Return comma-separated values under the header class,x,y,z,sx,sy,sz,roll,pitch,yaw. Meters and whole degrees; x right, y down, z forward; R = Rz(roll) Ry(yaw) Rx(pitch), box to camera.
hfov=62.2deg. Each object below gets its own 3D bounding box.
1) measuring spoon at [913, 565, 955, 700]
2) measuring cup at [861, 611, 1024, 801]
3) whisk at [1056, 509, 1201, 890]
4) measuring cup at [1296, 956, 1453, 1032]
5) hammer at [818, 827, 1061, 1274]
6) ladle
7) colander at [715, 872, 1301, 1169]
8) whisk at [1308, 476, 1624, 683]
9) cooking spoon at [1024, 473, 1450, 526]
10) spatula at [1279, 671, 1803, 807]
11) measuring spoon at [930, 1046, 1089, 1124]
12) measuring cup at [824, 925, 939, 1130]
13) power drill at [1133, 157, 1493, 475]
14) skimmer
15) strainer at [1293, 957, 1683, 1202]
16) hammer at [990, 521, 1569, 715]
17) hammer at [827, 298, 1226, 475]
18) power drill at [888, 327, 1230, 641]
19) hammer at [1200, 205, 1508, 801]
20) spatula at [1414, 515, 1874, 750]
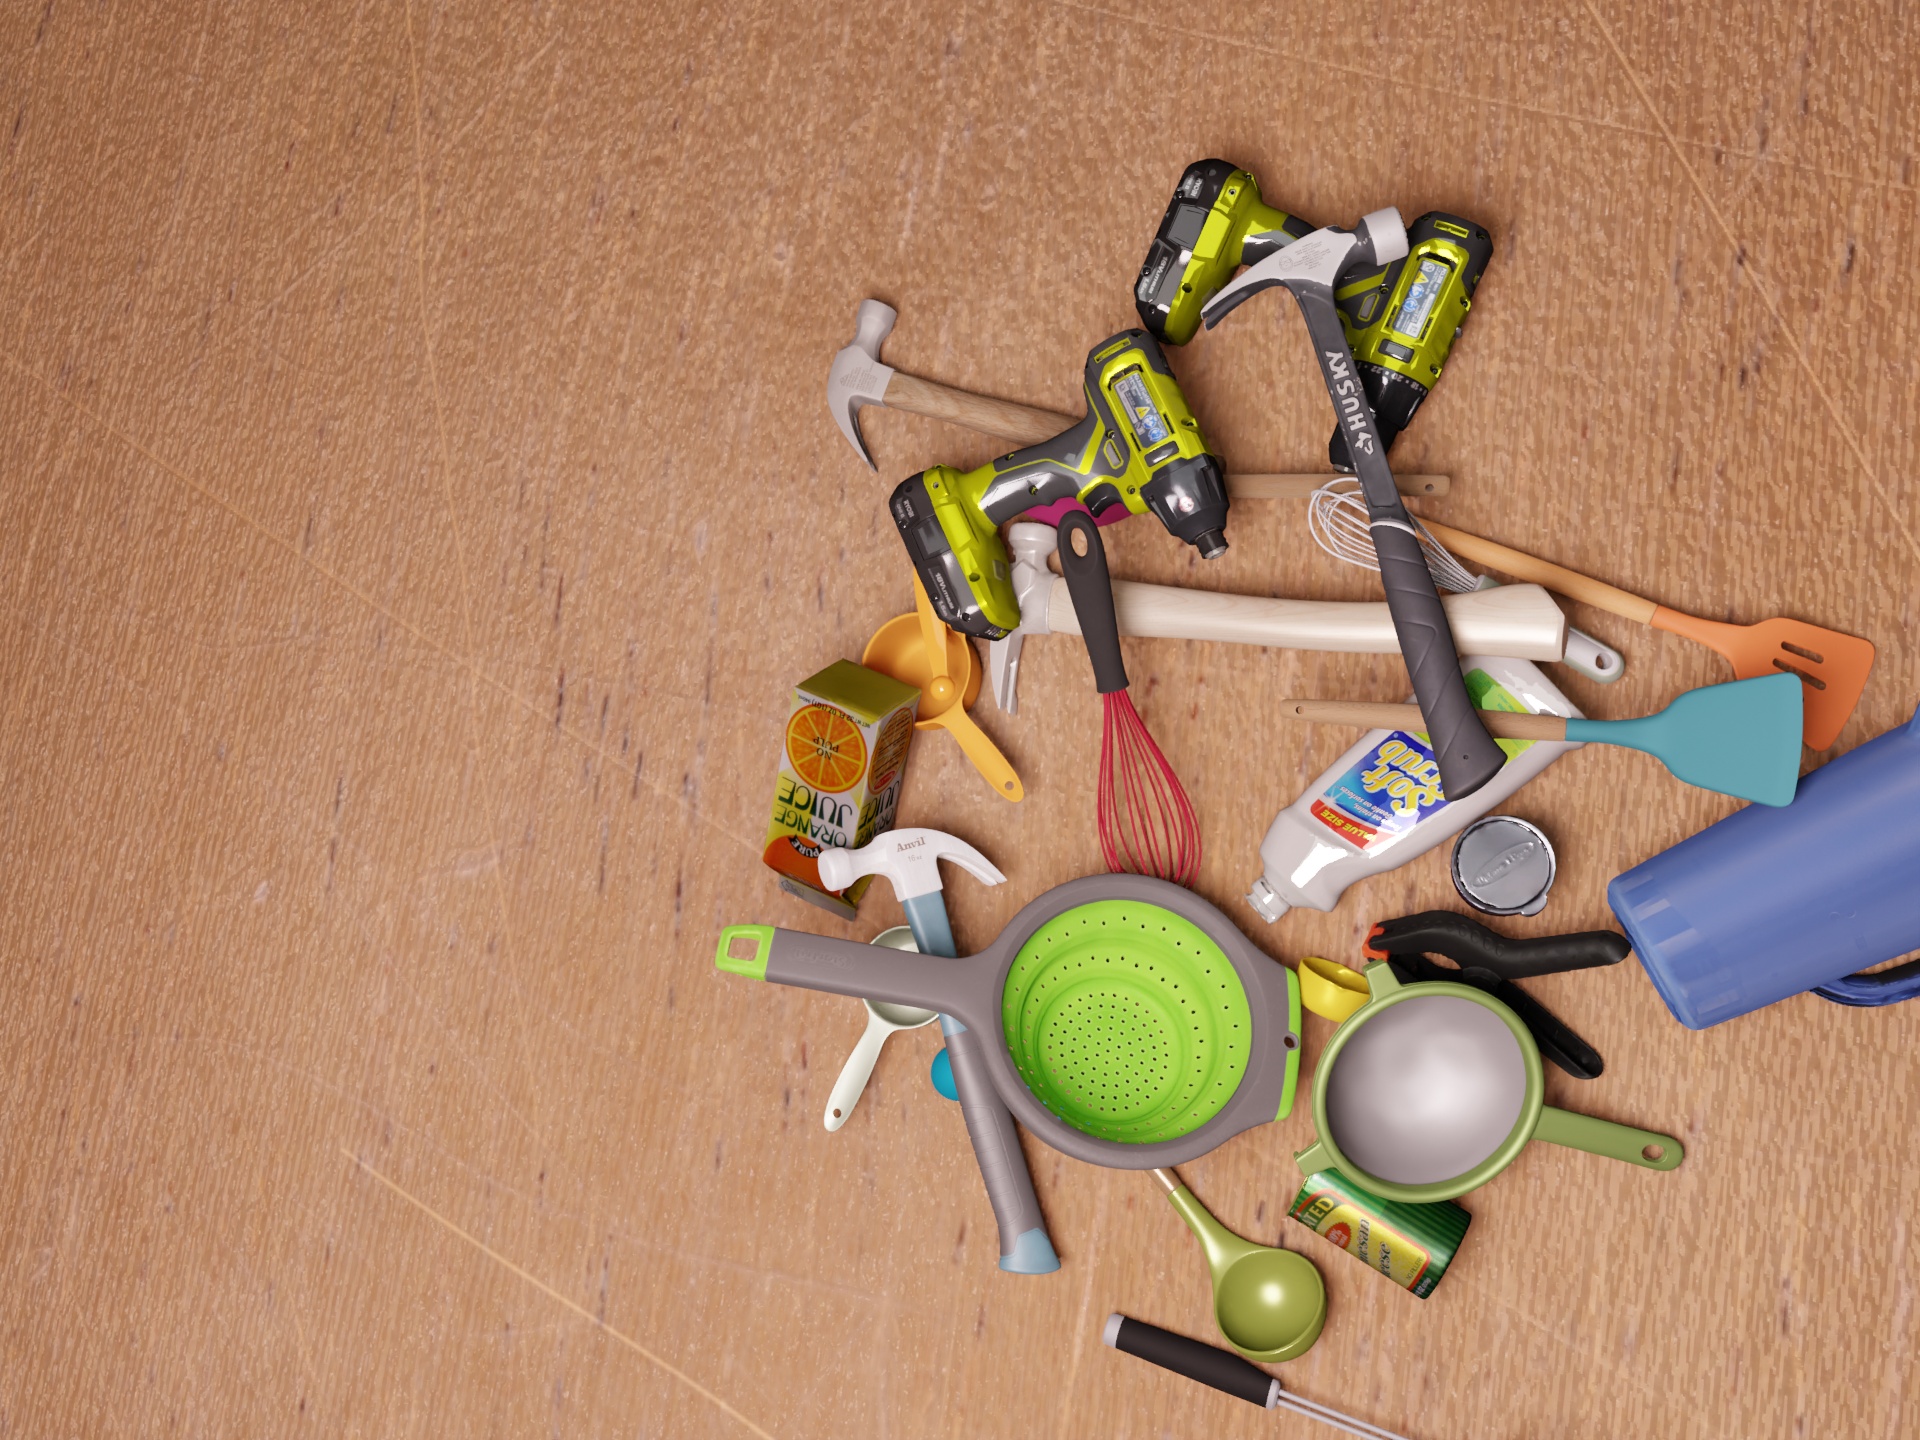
class,x,y,z,sx,sy,sz,roll,pitch,yaw
measuring spoon,-0.022,-0.072,1.194,0.021,0.011,0.117,-12,78,15
measuring cup,-0.002,-0.004,1.213,0.095,0.052,0.174,-41,74,7
whisk,0.113,-0.005,1.122,0.073,0.073,0.295,-11,104,15
measuring cup,0.303,0.208,1.092,0.156,0.062,0.029,24,101,8
hammer,0.004,0.237,1.142,0.128,0.033,0.331,-14,83,-24
ladle,0.134,0.308,1.120,0.078,0.062,0.320,-37,69,-10
colander,0.029,0.202,1.102,0.397,0.094,0.205,10,62,0
whisk,0.351,-0.096,1.107,0.246,0.059,0.058,32,88,6
cooking spoon,0.193,-0.172,1.168,0.319,0.017,0.068,2,112,17
spatula,0.366,0.002,1.032,0.317,0.044,0.082,4,91,20
measuring spoon,0.035,0.274,1.170,0.129,0.021,0.042,16,86,18
measuring cup,-0.056,0.233,1.198,0.083,0.038,0.167,28,92,19
power drill,0.249,-0.300,1.171,0.228,0.080,0.190,26,98,16
skimmer,0.256,0.482,1.035,0.363,0.090,0.127,15,117,21
strainer,0.347,0.246,1.048,0.256,0.069,0.151,16,100,-8
hammer,0.211,-0.062,1.129,0.411,0.038,0.146,5,84,28
hammer,0.045,-0.229,1.244,0.331,0.031,0.130,20,87,18
power drill,0.075,-0.155,1.150,0.223,0.080,0.171,-28,77,18
hammer,0.278,-0.144,1.064,0.149,0.036,0.409,-17,74,13
spatula,0.456,-0.079,1.103,0.323,0.041,0.081,26,90,23
